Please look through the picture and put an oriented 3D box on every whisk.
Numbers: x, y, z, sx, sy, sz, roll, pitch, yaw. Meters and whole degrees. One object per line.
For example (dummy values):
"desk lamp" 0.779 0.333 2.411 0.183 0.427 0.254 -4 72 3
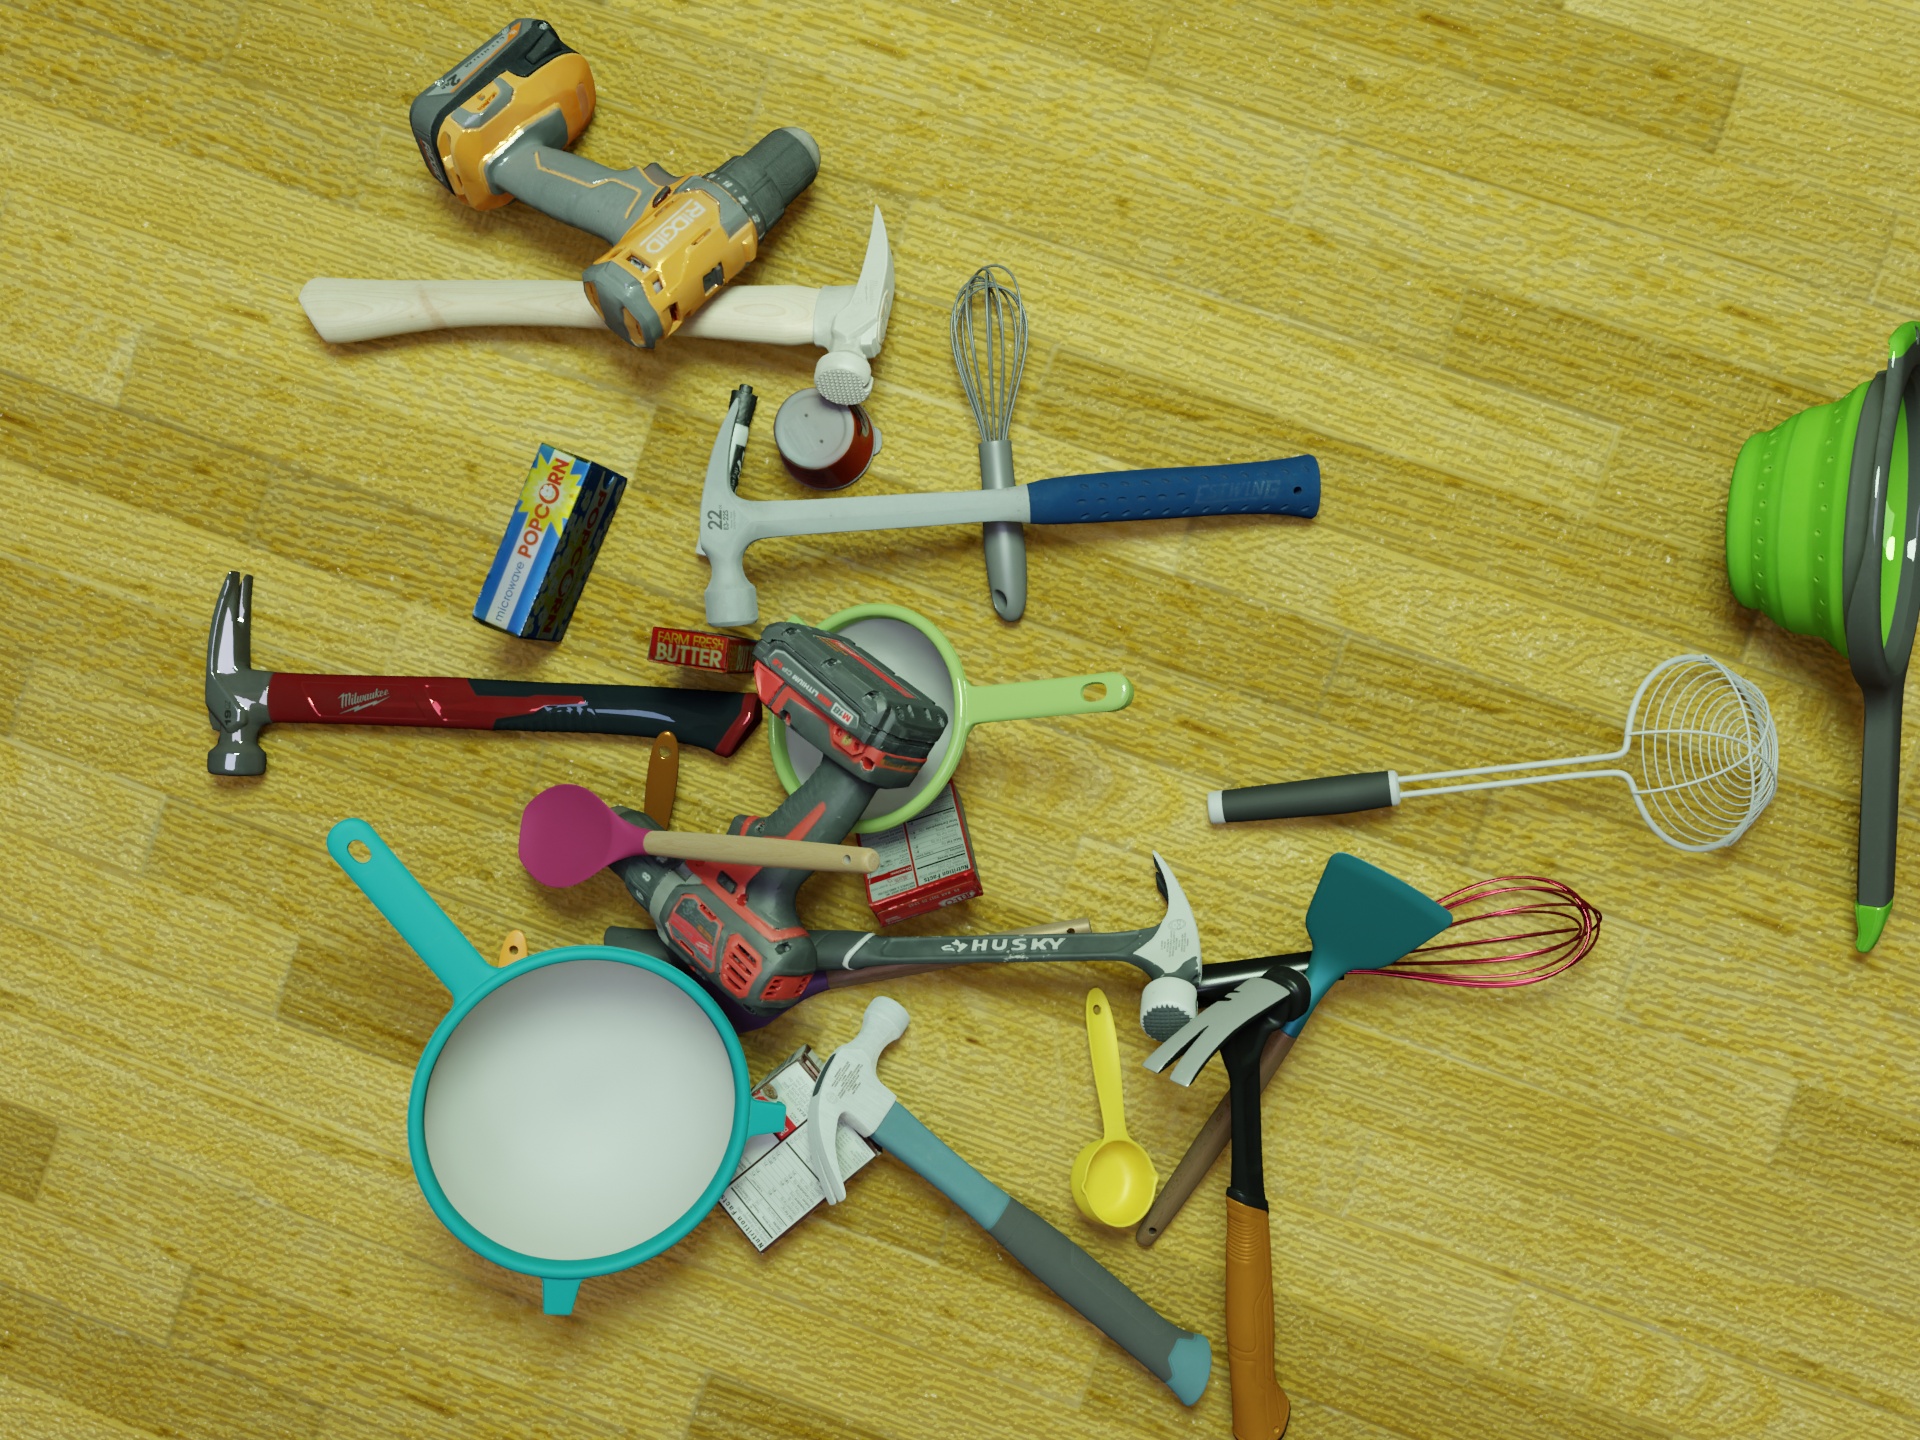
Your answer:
"whisk" 0.026 -0.185 1.069 0.055 0.055 0.239 -5 95 4
"whisk" 0.269 0.155 1.047 0.296 0.073 0.073 -12 90 10

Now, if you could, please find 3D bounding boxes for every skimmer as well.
"skimmer" 0.349 0.037 1.053 0.363 0.090 0.127 -7 90 14

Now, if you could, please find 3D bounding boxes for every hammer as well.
"hammer" -0.046 0.148 1.053 0.409 0.149 0.036 -2 124 13
"hammer" 0.033 -0.147 1.036 0.405 0.035 0.144 -4 99 -6
"hammer" 0.036 0.335 1.059 0.331 0.033 0.128 40 59 -2
"hammer" -0.329 -0.027 1.099 0.386 0.038 0.143 2 89 4
"hammer" -0.249 -0.288 1.080 0.410 0.038 0.146 4 63 10
"hammer" 0.177 0.326 1.000 0.034 0.127 0.336 16 120 44

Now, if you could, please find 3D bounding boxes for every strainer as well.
"strainer" -0.002 -0.003 1.034 0.256 0.069 0.151 -6 79 26
"strainer" -0.286 0.195 1.027 0.211 0.095 0.340 -39 100 -11

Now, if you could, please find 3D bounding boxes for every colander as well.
"colander" 0.543 -0.045 1.005 0.094 0.204 0.397 6 109 37

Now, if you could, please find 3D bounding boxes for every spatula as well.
"spatula" -0.066 0.170 1.090 0.316 0.018 0.060 -11 88 5
"spatula" 0.195 0.223 1.025 0.082 0.044 0.317 30 107 3

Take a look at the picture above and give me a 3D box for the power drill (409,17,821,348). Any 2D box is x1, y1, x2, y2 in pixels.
"power drill" -0.221 -0.367 1.046 0.226 0.084 0.185 38 72 13

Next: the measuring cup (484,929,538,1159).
"measuring cup" -0.325 0.232 1.092 0.095 0.052 0.173 9 93 4

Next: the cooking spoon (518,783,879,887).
"cooking spoon" -0.173 0.078 0.984 0.319 0.017 0.069 1 82 38

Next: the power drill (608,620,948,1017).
"power drill" -0.131 0.050 1.014 0.188 0.080 0.226 36 102 28

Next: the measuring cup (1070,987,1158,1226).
"measuring cup" 0.095 0.261 1.075 0.062 0.029 0.157 1 75 -29

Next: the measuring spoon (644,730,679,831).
"measuring spoon" -0.207 0.061 1.084 0.021 0.011 0.117 11 111 -3
